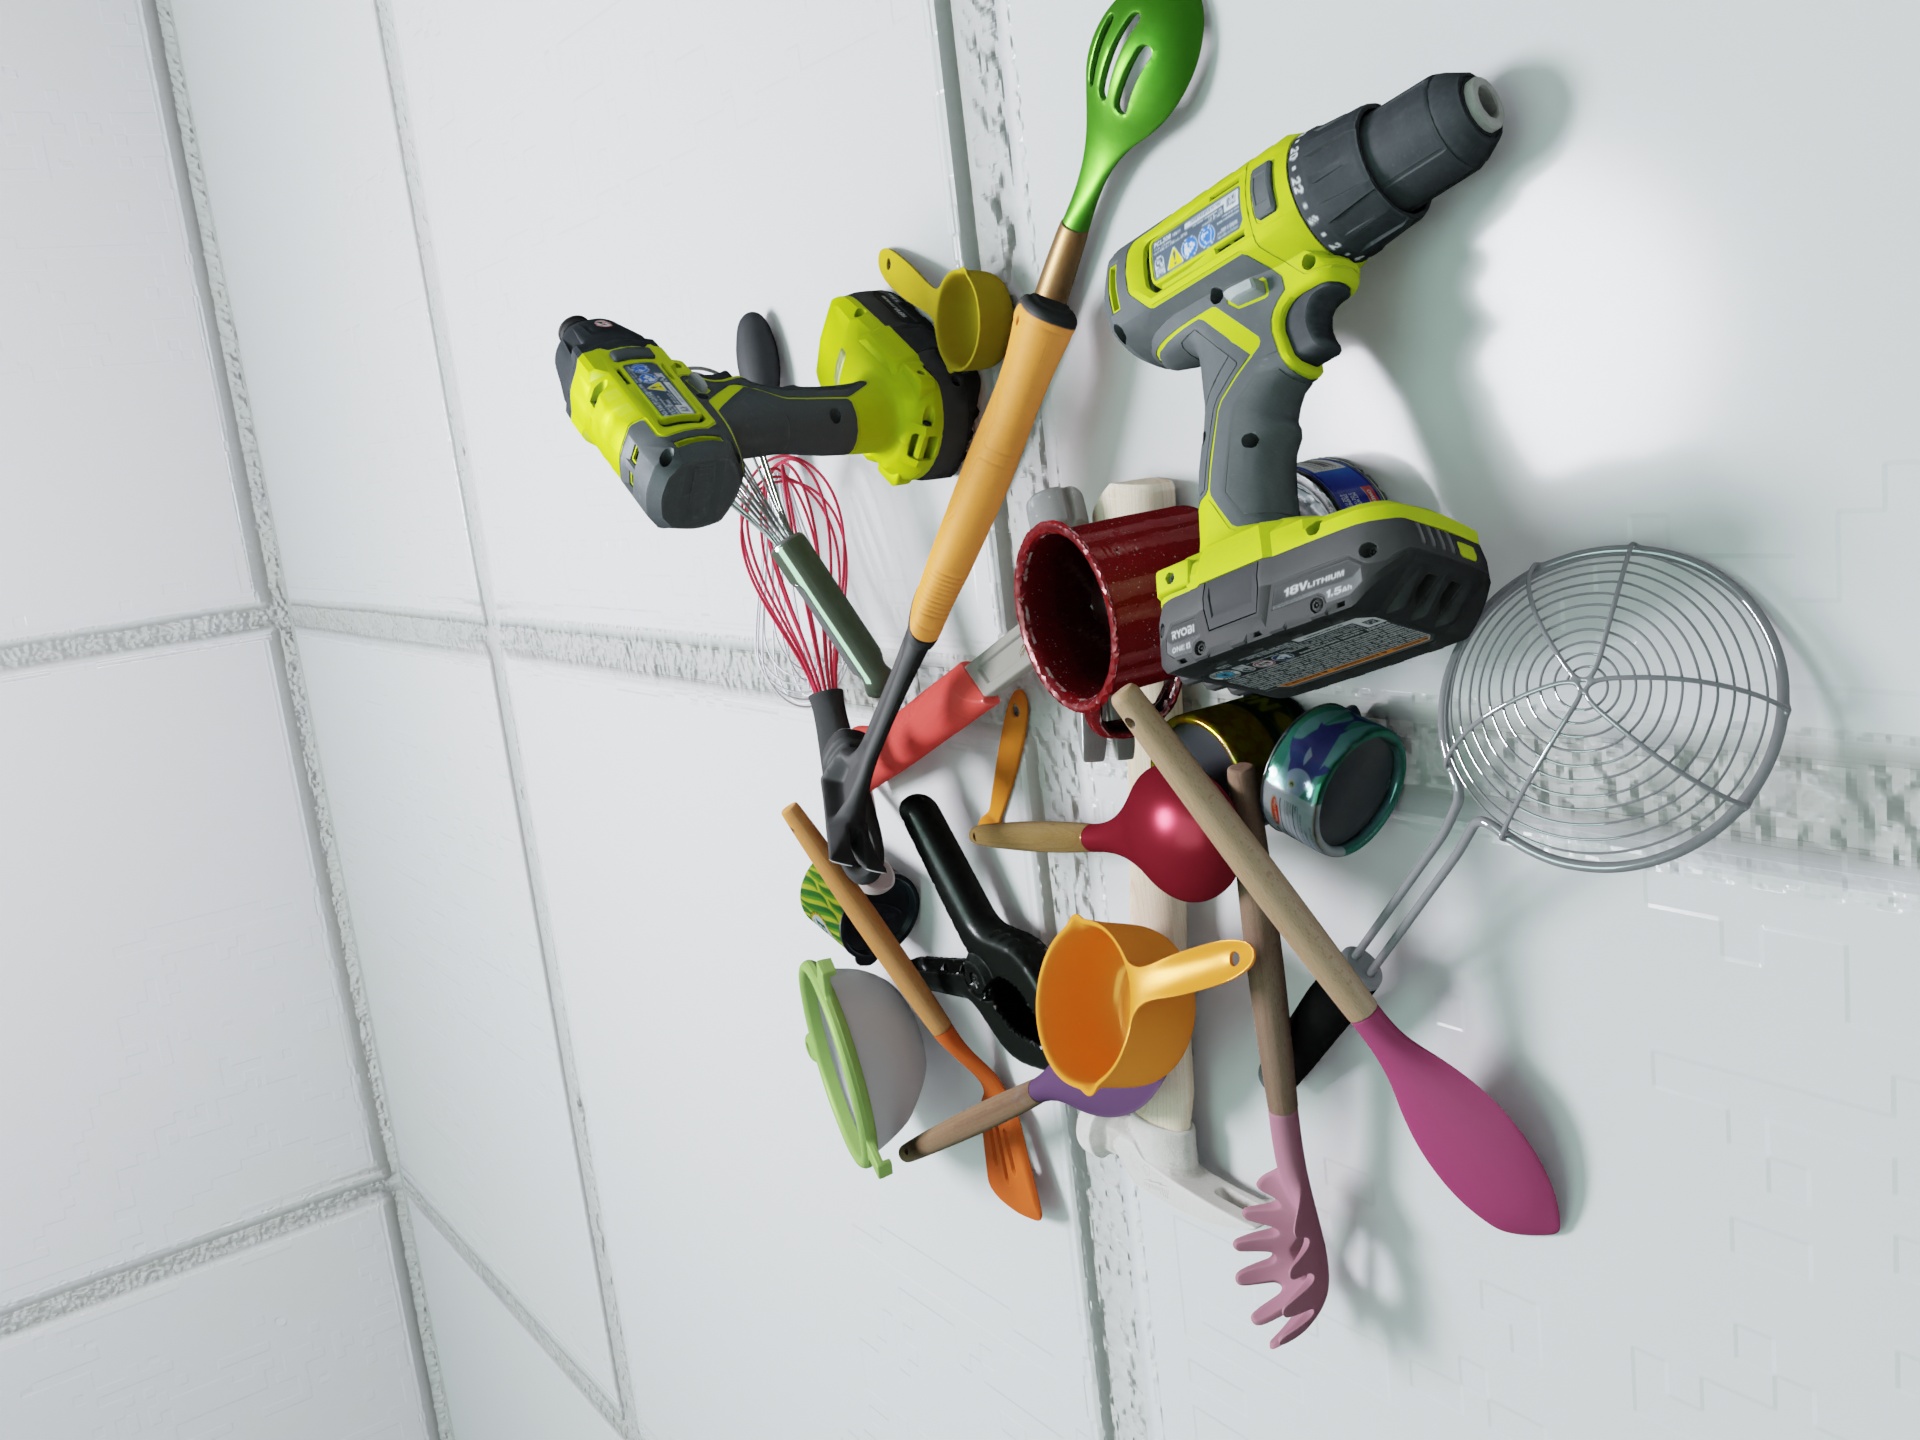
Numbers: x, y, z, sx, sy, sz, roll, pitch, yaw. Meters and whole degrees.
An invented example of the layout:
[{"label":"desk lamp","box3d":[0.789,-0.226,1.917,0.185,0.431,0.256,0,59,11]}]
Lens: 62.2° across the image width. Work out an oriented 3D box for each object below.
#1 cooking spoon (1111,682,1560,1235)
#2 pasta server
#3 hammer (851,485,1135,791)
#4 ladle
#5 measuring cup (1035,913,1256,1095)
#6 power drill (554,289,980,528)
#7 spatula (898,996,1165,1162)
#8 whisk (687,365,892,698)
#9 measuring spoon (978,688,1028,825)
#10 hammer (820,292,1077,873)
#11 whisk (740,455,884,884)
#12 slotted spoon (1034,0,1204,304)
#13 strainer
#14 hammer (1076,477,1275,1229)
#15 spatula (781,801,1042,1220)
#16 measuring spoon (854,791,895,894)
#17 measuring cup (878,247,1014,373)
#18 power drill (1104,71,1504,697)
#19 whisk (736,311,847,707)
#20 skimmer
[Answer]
[{"label":"cooking spoon","box3d":[0.167,0.113,0.720,0.319,0.017,0.069,53,148,-5]},{"label":"pasta server","box3d":[0.150,0.170,0.786,0.060,0.040,0.316,-133,31,-68]},{"label":"hammer","box3d":[-0.002,-0.003,0.969,0.359,0.036,0.149,144,120,-61]},{"label":"ladle","box3d":[0.063,0.063,0.873,0.315,0.031,0.069,169,89,-70]},{"label":"measuring cup","box3d":[0.107,0.138,0.812,0.173,0.052,0.095,-31,57,51]},{"label":"power drill","box3d":[-0.116,-0.194,0.938,0.171,0.223,0.080,51,139,33]},{"label":"spatula","box3d":[0.036,0.237,0.983,0.316,0.018,0.060,-41,59,51]},{"label":"whisk","box3d":[-0.115,-0.118,1.004,0.246,0.059,0.058,56,178,1]},{"label":"measuring spoon","box3d":[0.026,0.030,1.003,0.021,0.011,0.116,43,135,39]},{"label":"hammer","box3d":[-0.011,-0.075,0.893,0.127,0.034,0.336,-103,32,-58]},{"label":"whisk","box3d":[-0.092,-0.037,1.050,0.073,0.073,0.296,-26,74,56]},{"label":"slotted spoon","box3d":[0.054,-0.241,0.850,0.070,0.031,0.313,54,142,31]},{"label":"strainer","box3d":[-0.073,0.243,1.183,0.256,0.069,0.151,145,109,-76]},{"label":"hammer","box3d":[0.114,0.076,0.868,0.146,0.038,0.410,15,113,51]},{"label":"spatula","box3d":[-0.032,0.193,1.062,0.322,0.041,0.081,57,160,-11]},{"label":"measuring spoon","box3d":[-0.070,0.077,1.115,0.018,0.034,0.124,-53,32,31]},{"label":"measuring cup","box3d":[-0.010,-0.255,0.950,0.157,0.029,0.062,-128,39,-50]},{"label":"power drill","box3d":[0.148,-0.139,0.664,0.190,0.080,0.229,-21,65,48]},{"label":"whisk","box3d":[-0.129,-0.150,1.126,0.070,0.070,0.284,-11,87,57]},{"label":"skimmer","box3d":[0.224,0.073,0.713,0.127,0.090,0.363,58,153,29]}]
